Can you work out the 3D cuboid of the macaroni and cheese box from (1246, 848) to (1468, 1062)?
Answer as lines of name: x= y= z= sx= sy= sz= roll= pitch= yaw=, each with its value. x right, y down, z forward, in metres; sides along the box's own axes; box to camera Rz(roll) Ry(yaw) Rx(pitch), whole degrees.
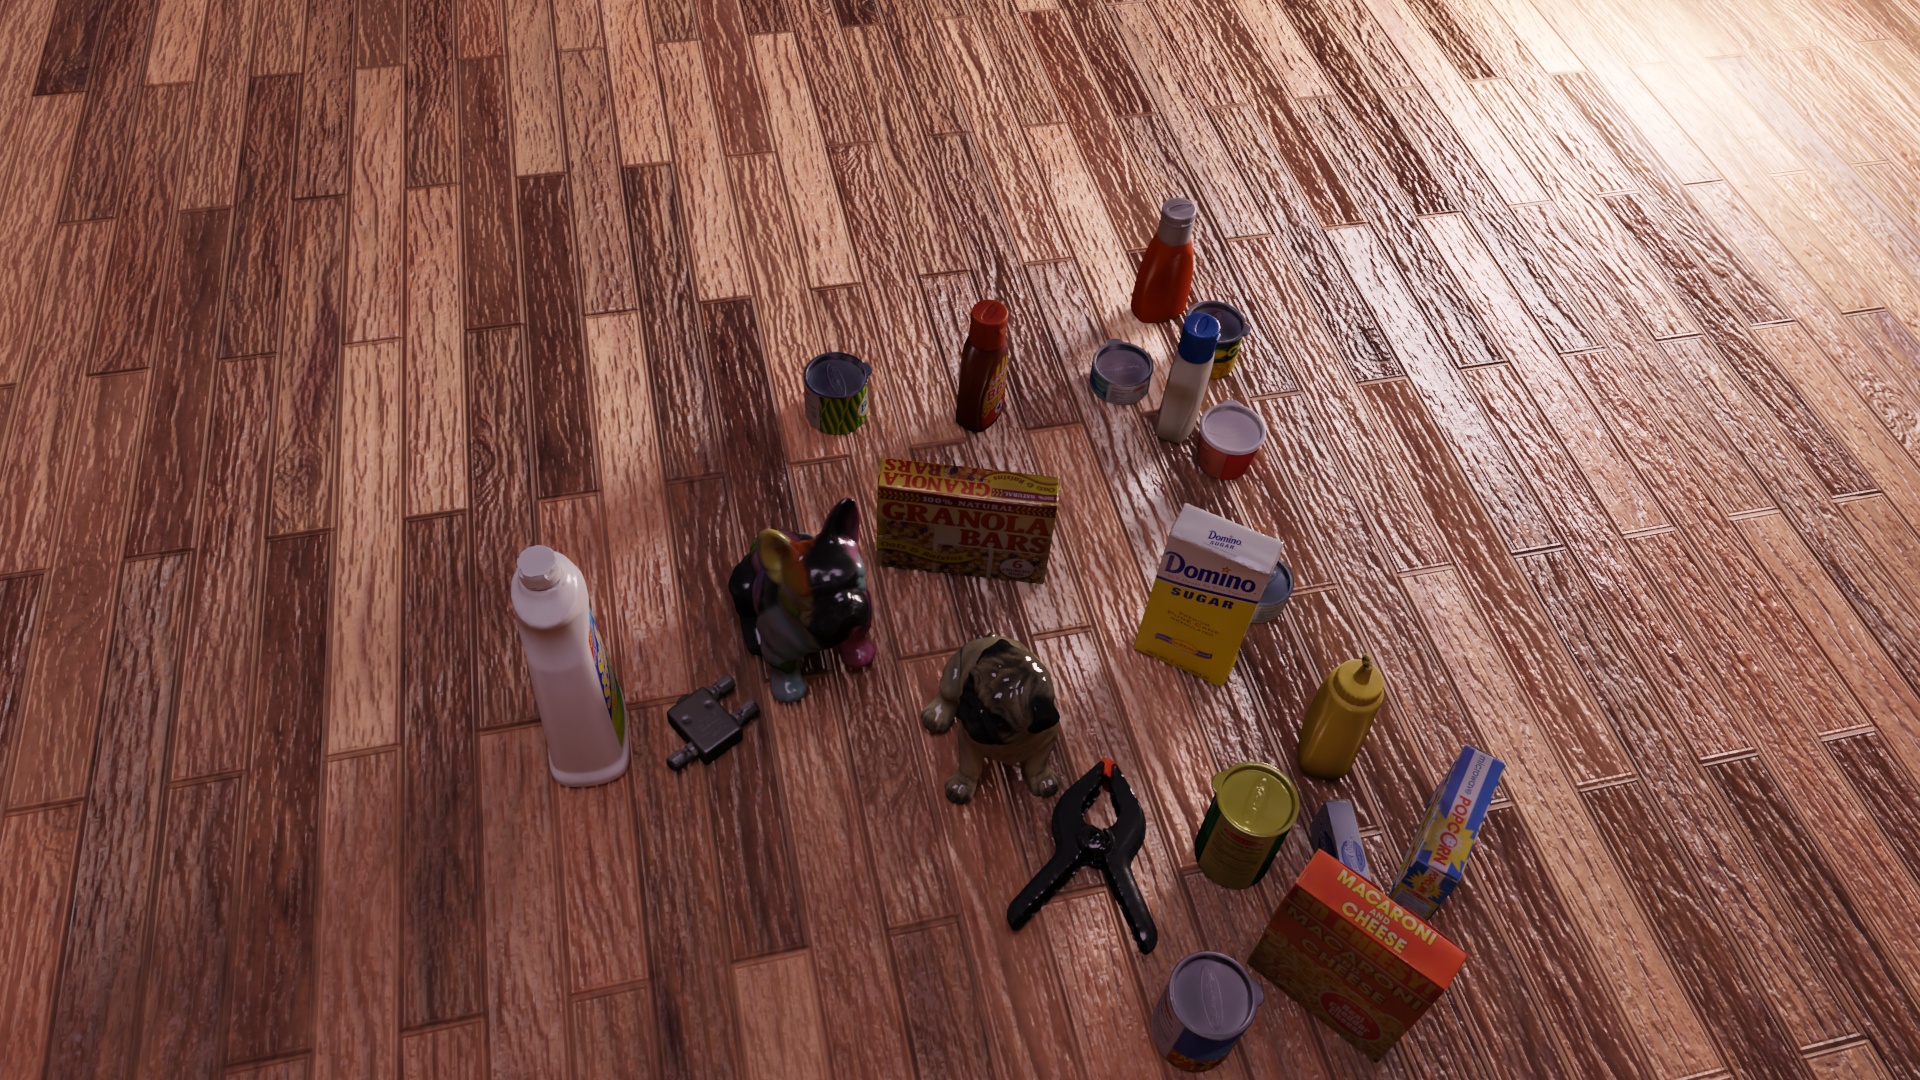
macaroni and cheese box: x=0.292 y=0.313 z=1.044 sx=0.124 sy=0.165 sz=0.040 roll=35 pitch=58 yaw=20

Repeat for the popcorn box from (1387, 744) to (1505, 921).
popcorn box: x=0.405 y=0.243 z=1.156 sx=0.038 sy=0.084 sz=0.127 roll=27 pitch=56 yaw=16

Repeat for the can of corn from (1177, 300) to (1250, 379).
can of corn: x=0.275 y=-0.217 z=1.514 sx=0.071 sy=0.058 sz=0.071 roll=2 pitch=53 yaw=-2

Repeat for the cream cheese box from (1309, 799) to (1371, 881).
cream cheese box: x=0.316 y=0.273 z=1.148 sx=0.024 sy=0.053 sz=0.104 roll=-1 pitch=53 yaw=-4

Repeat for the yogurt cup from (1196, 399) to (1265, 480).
yogurt cup: x=0.275 y=-0.099 z=1.427 sx=0.072 sy=0.053 sz=0.073 roll=2 pitch=53 yaw=-2

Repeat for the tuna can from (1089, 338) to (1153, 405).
tuna can: x=0.172 y=-0.181 z=1.495 sx=0.071 sy=0.032 sz=0.071 roll=2 pitch=53 yaw=-3

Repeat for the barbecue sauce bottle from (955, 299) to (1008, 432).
barbecue sauce bottle: x=0.024 y=-0.179 z=1.411 sx=0.044 sy=0.147 sz=0.065 roll=26 pitch=56 yaw=15

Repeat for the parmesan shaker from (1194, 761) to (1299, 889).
parmesan shaker: x=0.230 y=0.233 z=1.140 sx=0.071 sy=0.102 sz=0.071 roll=2 pitch=53 yaw=-2

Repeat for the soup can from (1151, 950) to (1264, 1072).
soup can: x=0.186 y=0.359 z=1.054 sx=0.071 sy=0.083 sz=0.072 roll=2 pitch=53 yaw=-2

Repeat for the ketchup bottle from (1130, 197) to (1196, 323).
ketchup bottle: x=0.228 y=-0.306 z=1.521 sx=0.065 sy=0.148 sz=0.044 roll=-17 pitch=56 yaw=-16

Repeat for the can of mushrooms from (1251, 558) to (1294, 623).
can of mushrooms: x=0.282 y=0.043 z=1.332 sx=0.071 sy=0.033 sz=0.071 roll=2 pitch=53 yaw=-3

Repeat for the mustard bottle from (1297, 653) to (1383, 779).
mustard bottle: x=0.326 y=0.144 z=1.179 sx=0.049 sy=0.159 sz=0.065 roll=12 pitch=53 yaw=5

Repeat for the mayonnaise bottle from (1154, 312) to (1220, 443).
mayonnaise bottle: x=0.233 y=-0.168 z=1.417 sx=0.041 sy=0.147 sz=0.065 roll=22 pitch=55 yaw=12

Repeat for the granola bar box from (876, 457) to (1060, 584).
granola bar box: x=0.005 y=-0.016 z=1.301 sx=0.166 sy=0.123 sz=0.039 roll=6 pitch=53 yaw=1

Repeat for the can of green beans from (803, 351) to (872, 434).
can of green beans: x=-0.128 y=-0.152 z=1.436 sx=0.071 sy=0.057 sz=0.071 roll=2 pitch=53 yaw=-2
